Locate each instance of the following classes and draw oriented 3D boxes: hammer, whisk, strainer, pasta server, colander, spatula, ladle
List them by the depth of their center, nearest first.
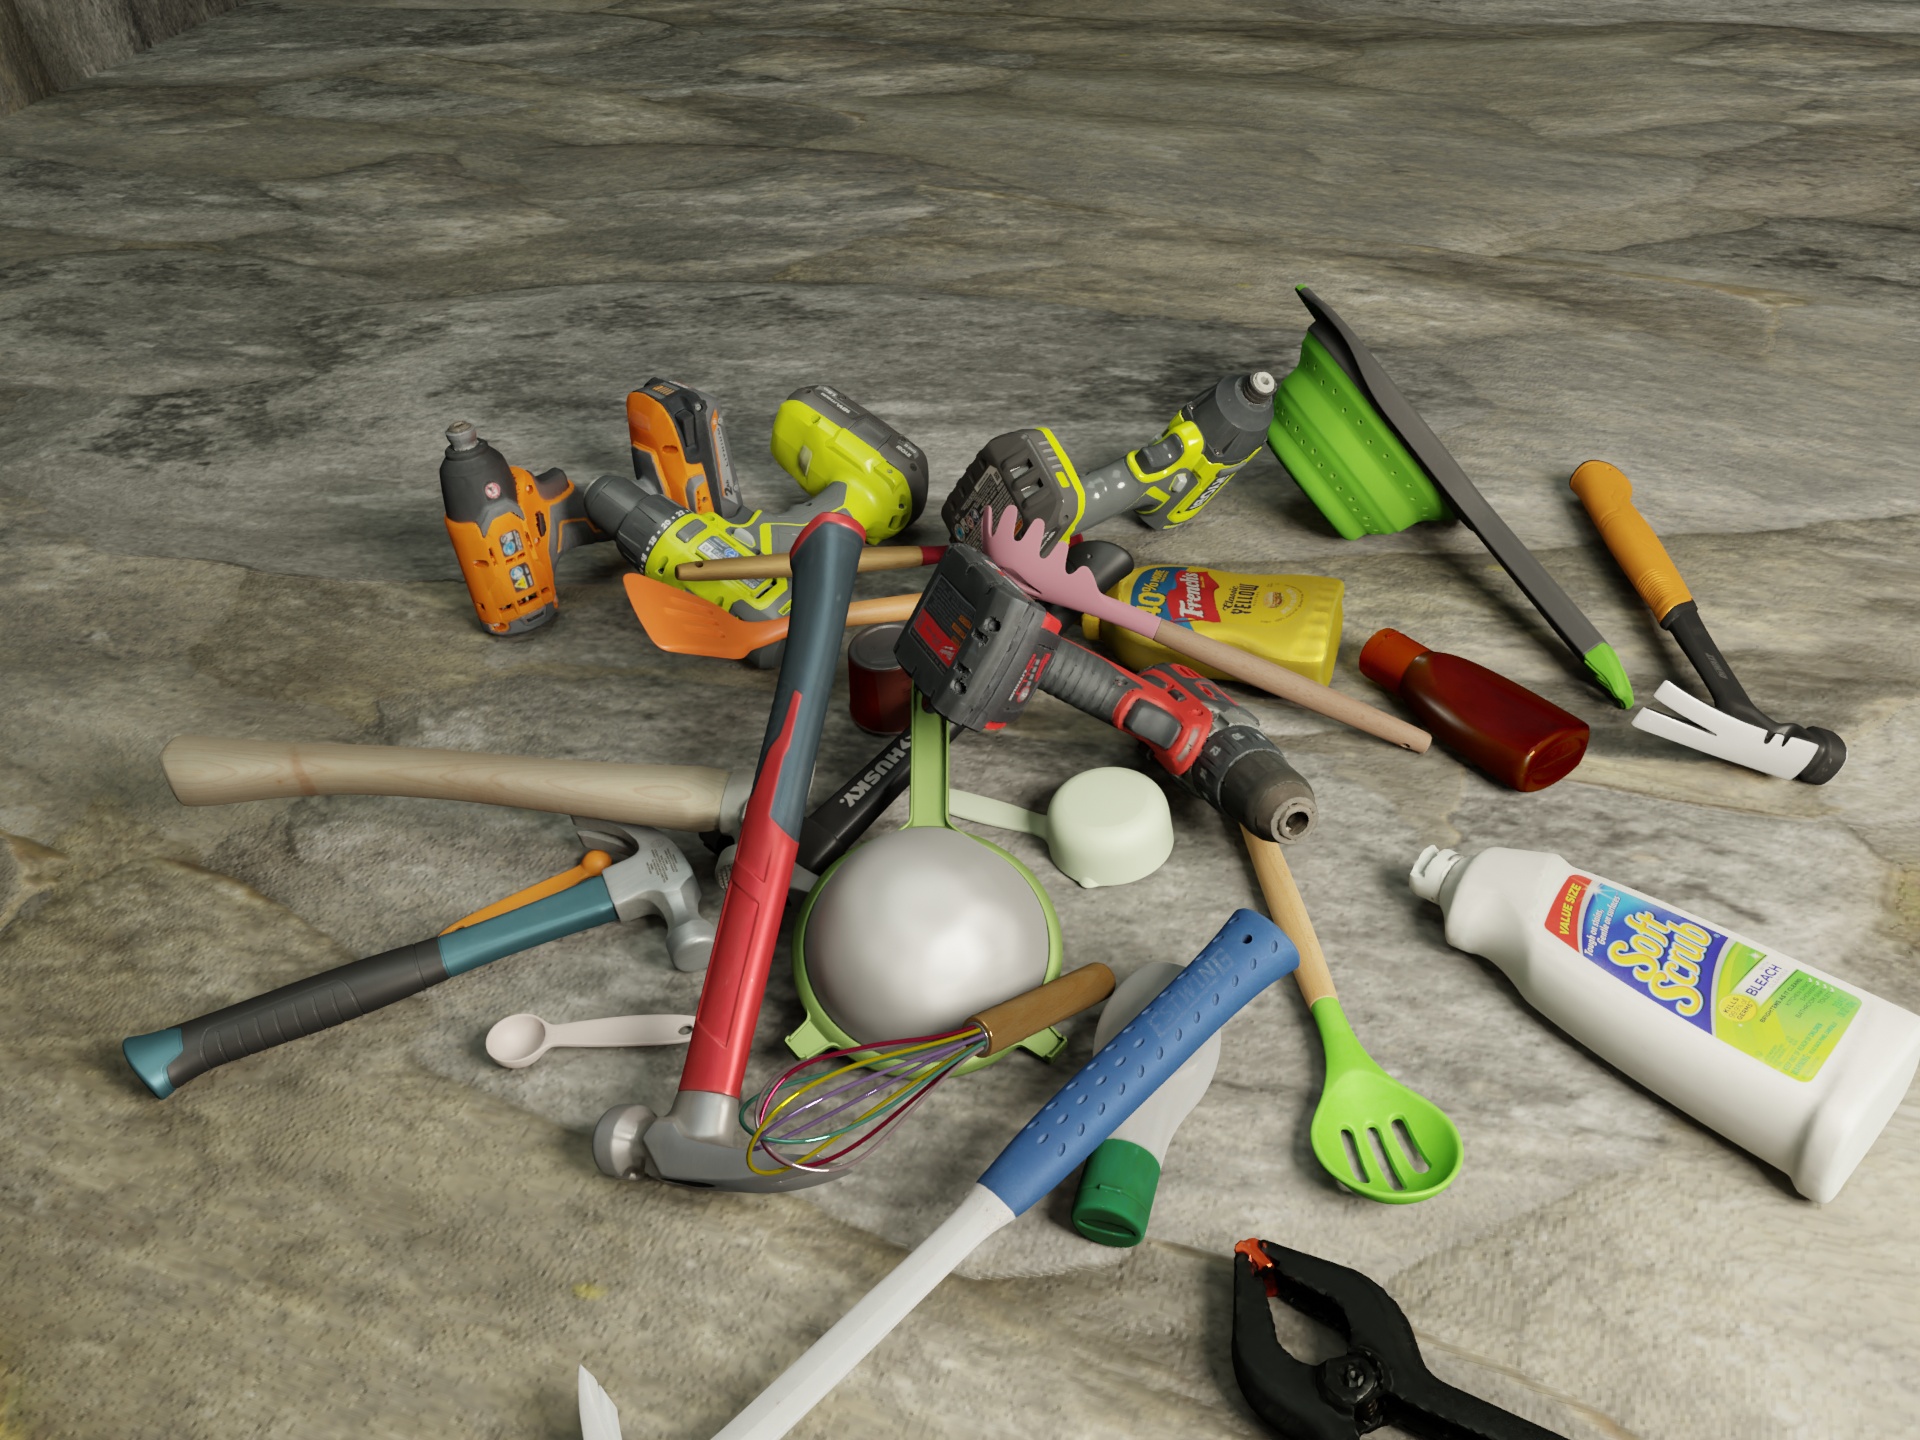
[{"bbox_3d":[0.004,0.225,0.733,0.405,0.035,0.144,-39,43,-22],"label":"hammer"},{"bbox_3d":[-0.009,0.164,0.774,0.051,0.047,0.245,3,13,45],"label":"whisk"},{"bbox_3d":[-0.089,0.055,0.857,0.143,0.038,0.387,-5,61,31],"label":"hammer"},{"bbox_3d":[-0.018,0.067,0.887,0.151,0.069,0.257,0,59,0],"label":"strainer"},{"bbox_3d":[-0.314,0.144,0.927,0.331,0.033,0.128,-20,48,-12],"label":"hammer"},{"bbox_3d":[-0.295,0.029,0.983,0.410,0.038,0.146,4,47,9],"label":"hammer"},{"bbox_3d":[0.152,-0.054,1.009,0.316,0.060,0.040,23,75,2],"label":"pasta server"},{"bbox_3d":[-0.002,-0.003,1.014,0.146,0.035,0.335,29,62,35],"label":"hammer"},{"bbox_3d":[0.461,-0.085,1.055,0.127,0.034,0.337,17,35,-10],"label":"hammer"},{"bbox_3d":[-0.070,-0.081,1.101,0.322,0.041,0.081,-9,45,-25],"label":"spatula"},{"bbox_3d":[0.319,-0.140,1.120,0.094,0.204,0.398,-38,55,16],"label":"colander"},{"bbox_3d":[-0.053,-0.117,1.145,0.315,0.031,0.069,-7,50,-27],"label":"ladle"}]

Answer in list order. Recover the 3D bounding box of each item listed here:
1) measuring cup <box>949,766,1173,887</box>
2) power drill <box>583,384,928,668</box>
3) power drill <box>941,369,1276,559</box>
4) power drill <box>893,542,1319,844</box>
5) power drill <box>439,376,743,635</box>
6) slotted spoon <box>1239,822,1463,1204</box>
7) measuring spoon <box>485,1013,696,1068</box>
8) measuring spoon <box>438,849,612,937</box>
[{"bbox_3d":[0.049,0.052,0.978,0.168,0.038,0.083,12,43,24],"label":"measuring cup"},{"bbox_3d":[-0.149,-0.159,1.198,0.190,0.080,0.228,37,51,10],"label":"power drill"},{"bbox_3d":[0.112,-0.175,1.126,0.223,0.171,0.080,-22,78,-27],"label":"power drill"},{"bbox_3d":[0.090,-0.007,0.918,0.226,0.080,0.188,23,13,-26],"label":"power drill"},{"bbox_3d":[-0.289,-0.182,1.222,0.226,0.164,0.084,-32,41,-29],"label":"power drill"},{"bbox_3d":[0.192,0.136,0.863,0.070,0.031,0.314,-9,37,-1],"label":"slotted spoon"},{"bbox_3d":[-0.201,0.180,0.890,0.124,0.018,0.034,-3,39,-4],"label":"measuring spoon"},{"bbox_3d":[-0.270,0.109,0.984,0.117,0.011,0.021,-27,43,-23],"label":"measuring spoon"}]
